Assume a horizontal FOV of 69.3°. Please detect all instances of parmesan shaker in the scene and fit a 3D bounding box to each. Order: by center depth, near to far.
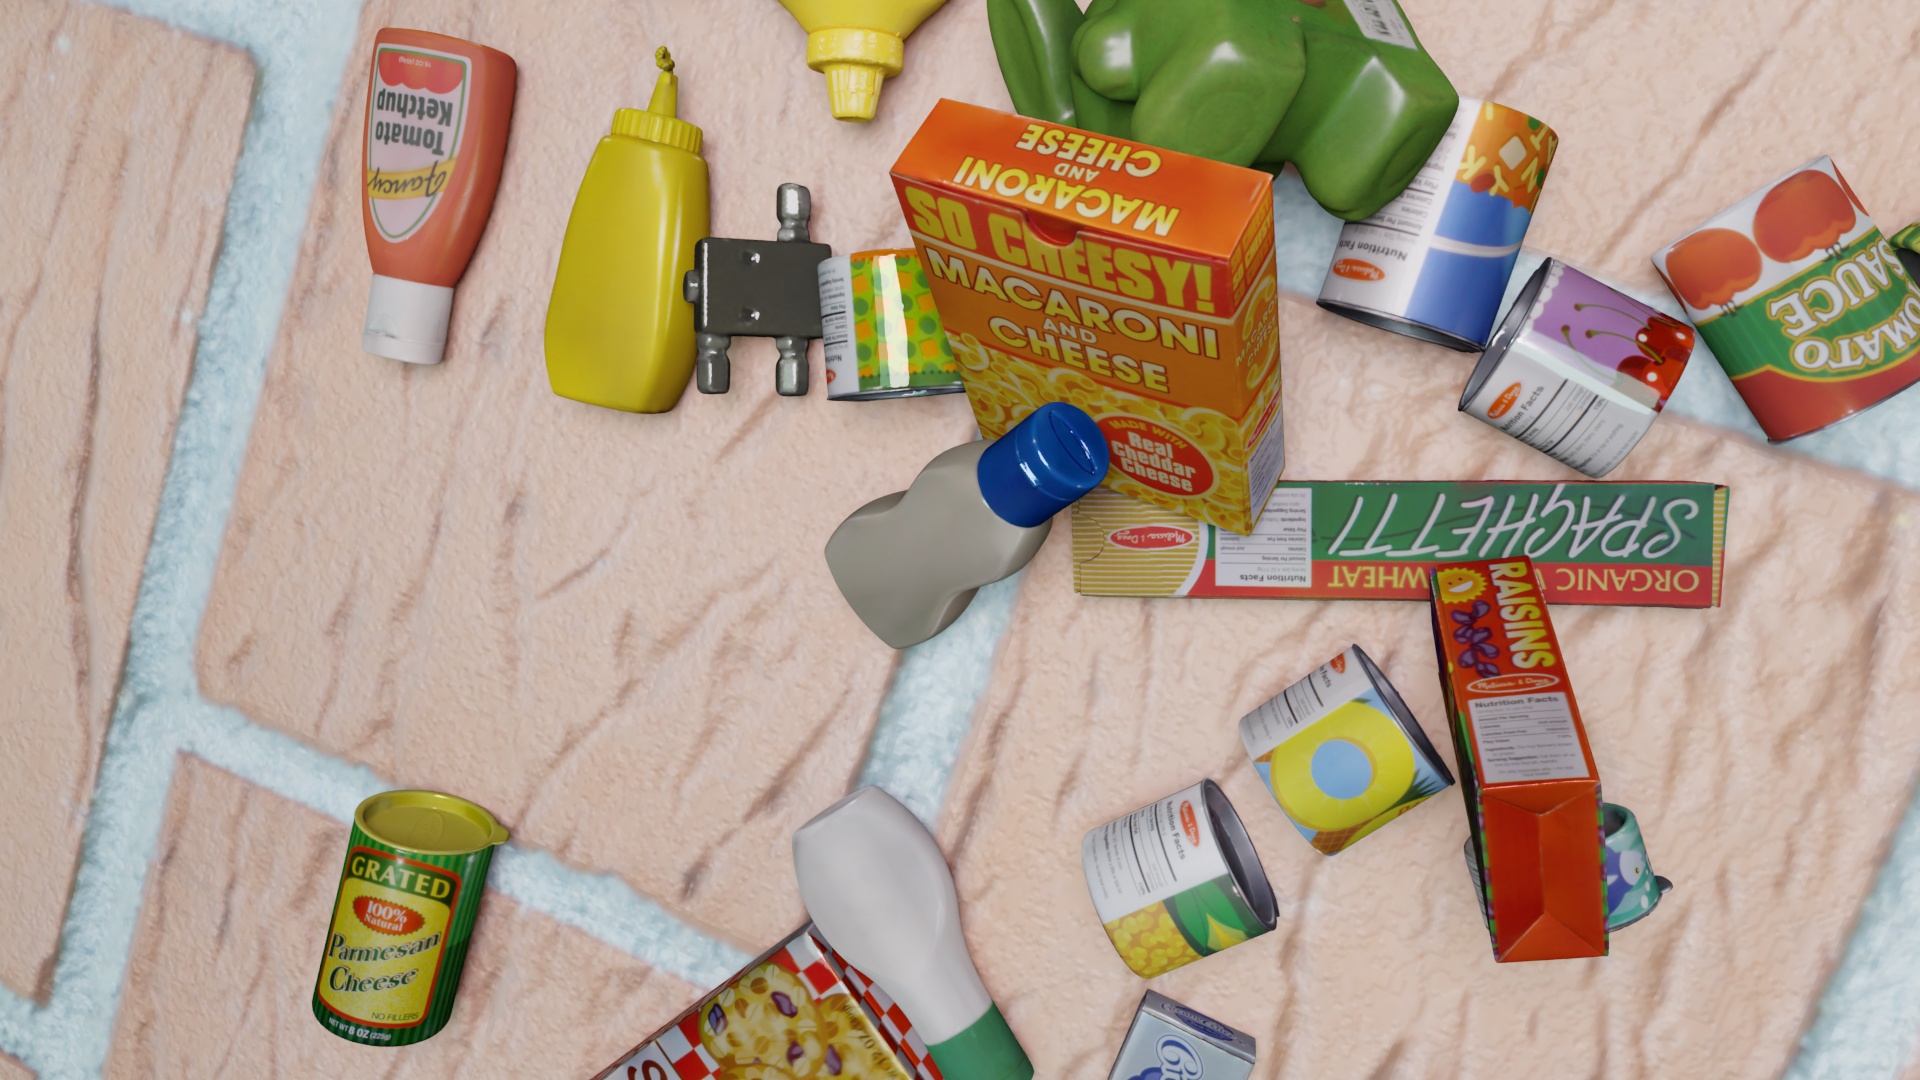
[{"bbox_3d":[-0.266,0.183,0.672,0.071,0.071,0.103,18,99,12],"label":"parmesan shaker"}]

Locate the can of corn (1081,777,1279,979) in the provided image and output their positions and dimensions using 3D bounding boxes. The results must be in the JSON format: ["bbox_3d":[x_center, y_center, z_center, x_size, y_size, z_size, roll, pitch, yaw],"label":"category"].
[{"bbox_3d":[0.092,0.143,0.579,0.058,0.071,0.071,-27,88,16],"label":"can of corn"}]

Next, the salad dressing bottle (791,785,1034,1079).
[{"bbox_3d":[-0.020,0.184,0.622,0.064,0.044,0.147,-31,88,4],"label":"salad dressing bottle"}]

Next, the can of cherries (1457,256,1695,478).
[{"bbox_3d":[0.233,-0.067,0.526,0.058,0.071,0.071,29,101,10],"label":"can of cherries"}]

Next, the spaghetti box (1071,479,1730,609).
[{"bbox_3d":[0.171,0.000,0.565,0.250,0.029,0.050,1,95,14],"label":"spaghetti box"}]

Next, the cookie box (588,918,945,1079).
[{"bbox_3d":[-0.092,0.270,0.649,0.167,0.040,0.123,-38,85,13],"label":"cookie box"}]

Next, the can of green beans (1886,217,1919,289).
[{"bbox_3d":[0.372,-0.098,0.487,0.057,0.071,0.071,-37,86,15],"label":"can of green beans"}]

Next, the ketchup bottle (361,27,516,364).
[{"bbox_3d":[-0.250,-0.158,0.650,0.065,0.043,0.148,14,99,12],"label":"ketchup bottle"}]

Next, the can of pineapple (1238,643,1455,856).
[{"bbox_3d":[0.155,0.086,0.557,0.057,0.071,0.071,-36,86,15],"label":"can of pineapple"}]

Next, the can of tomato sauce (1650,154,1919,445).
[{"bbox_3d":[0.304,-0.087,0.502,0.071,0.071,0.083,-32,86,15],"label":"can of tomato sauce"}]

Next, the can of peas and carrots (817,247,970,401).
[{"bbox_3d":[-0.024,-0.090,0.588,0.071,0.071,0.058,-3,94,14],"label":"can of peas and carrots"}]

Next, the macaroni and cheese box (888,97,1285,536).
[{"bbox_3d":[0.053,-0.075,0.509,0.124,0.165,0.040,21,68,24],"label":"macaroni and cheese box"}]

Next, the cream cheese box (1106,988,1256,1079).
[{"bbox_3d":[0.086,0.256,0.611,0.053,0.024,0.103,24,100,11],"label":"cream cheese box"}]

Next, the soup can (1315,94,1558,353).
[{"bbox_3d":[0.184,-0.121,0.534,0.071,0.071,0.083,19,99,12],"label":"soup can"}]

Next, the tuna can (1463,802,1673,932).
[{"bbox_3d":[0.236,0.127,0.540,0.071,0.071,0.033,-17,91,15],"label":"tuna can"}]

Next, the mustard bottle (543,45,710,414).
[{"bbox_3d":[-0.142,-0.138,0.621,0.065,0.049,0.160,14,98,13],"label":"mustard bottle"}]

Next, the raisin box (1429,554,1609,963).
[{"bbox_3d":[0.199,0.075,0.502,0.040,0.124,0.085,-9,123,17],"label":"raisin box"}]

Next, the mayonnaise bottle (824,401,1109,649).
[{"bbox_3d":[0.002,-0.007,0.563,0.065,0.041,0.147,55,138,0],"label":"mayonnaise bottle"}]
